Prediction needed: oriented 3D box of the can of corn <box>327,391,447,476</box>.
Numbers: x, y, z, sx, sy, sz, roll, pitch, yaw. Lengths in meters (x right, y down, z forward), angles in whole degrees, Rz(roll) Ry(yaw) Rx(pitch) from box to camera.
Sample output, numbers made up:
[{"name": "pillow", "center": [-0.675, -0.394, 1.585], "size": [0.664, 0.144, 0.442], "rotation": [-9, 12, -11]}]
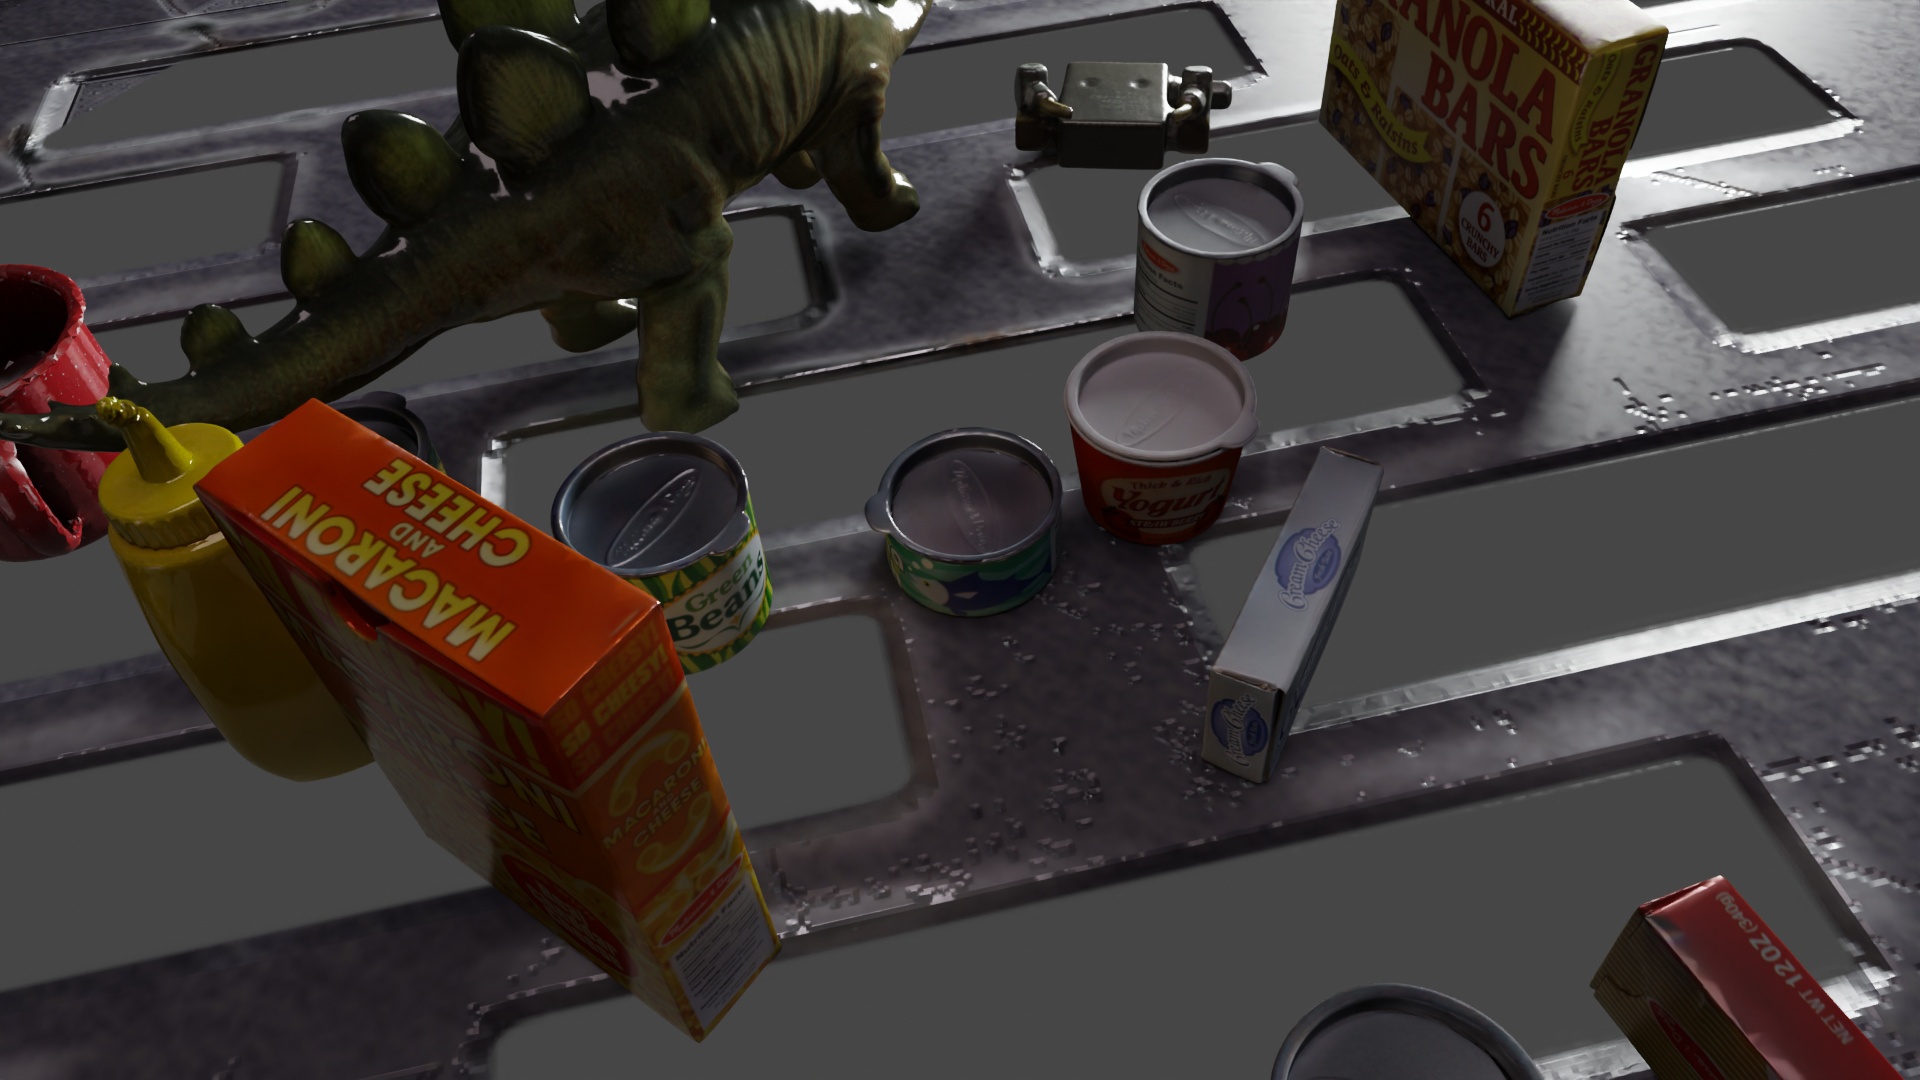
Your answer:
[{"name": "can of corn", "center": [-0.216, -0.010, 0.508], "size": [0.071, 0.058, 0.071], "rotation": [-2, 49, 3]}]

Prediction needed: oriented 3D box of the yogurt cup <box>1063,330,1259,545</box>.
[{"name": "yogurt cup", "center": [0.072, -0.036, 0.510], "size": [0.072, 0.053, 0.073], "rotation": [-2, 49, 3]}]

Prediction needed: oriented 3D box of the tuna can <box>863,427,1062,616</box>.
[{"name": "tuna can", "center": [0.002, -0.006, 0.504], "size": [0.071, 0.032, 0.071], "rotation": [-2, 48, 3]}]

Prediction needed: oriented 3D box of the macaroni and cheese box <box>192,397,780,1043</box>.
[{"name": "macaroni and cheese box", "center": [-0.118, 0.055, 0.371], "size": [0.124, 0.165, 0.040], "rotation": [26, 56, 25]}]

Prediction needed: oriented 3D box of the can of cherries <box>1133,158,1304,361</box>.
[{"name": "can of cherries", "center": [0.108, -0.116, 0.576], "size": [0.071, 0.058, 0.072], "rotation": [-2, 49, 3]}]

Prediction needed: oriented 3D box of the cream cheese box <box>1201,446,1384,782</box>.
[{"name": "cream cheese box", "center": [0.109, 0.023, 0.456], "size": [0.024, 0.053, 0.104], "rotation": [19, 53, 20]}]

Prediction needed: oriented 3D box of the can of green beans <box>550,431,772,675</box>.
[{"name": "can of green beans", "center": [-0.102, 0.005, 0.485], "size": [0.071, 0.057, 0.071], "rotation": [-2, 49, 3]}]

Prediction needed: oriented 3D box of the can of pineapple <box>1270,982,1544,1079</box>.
[{"name": "can of pineapple", "center": [0.105, 0.152, 0.339], "size": [0.071, 0.057, 0.071], "rotation": [-2, 49, 3]}]

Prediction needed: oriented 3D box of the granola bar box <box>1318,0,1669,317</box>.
[{"name": "granola bar box", "center": [0.218, -0.195, 0.593], "size": [0.039, 0.123, 0.166], "rotation": [-17, 49, -10]}]

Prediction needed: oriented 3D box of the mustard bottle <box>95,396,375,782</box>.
[{"name": "mustard bottle", "center": [-0.214, 0.012, 0.421], "size": [0.065, 0.159, 0.049], "rotation": [-24, 51, -15]}]

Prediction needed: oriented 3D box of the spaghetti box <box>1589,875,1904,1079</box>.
[{"name": "spaghetti box", "center": [0.237, 0.190, 0.300], "size": [0.029, 0.050, 0.251], "rotation": [-20, 50, -13]}]
